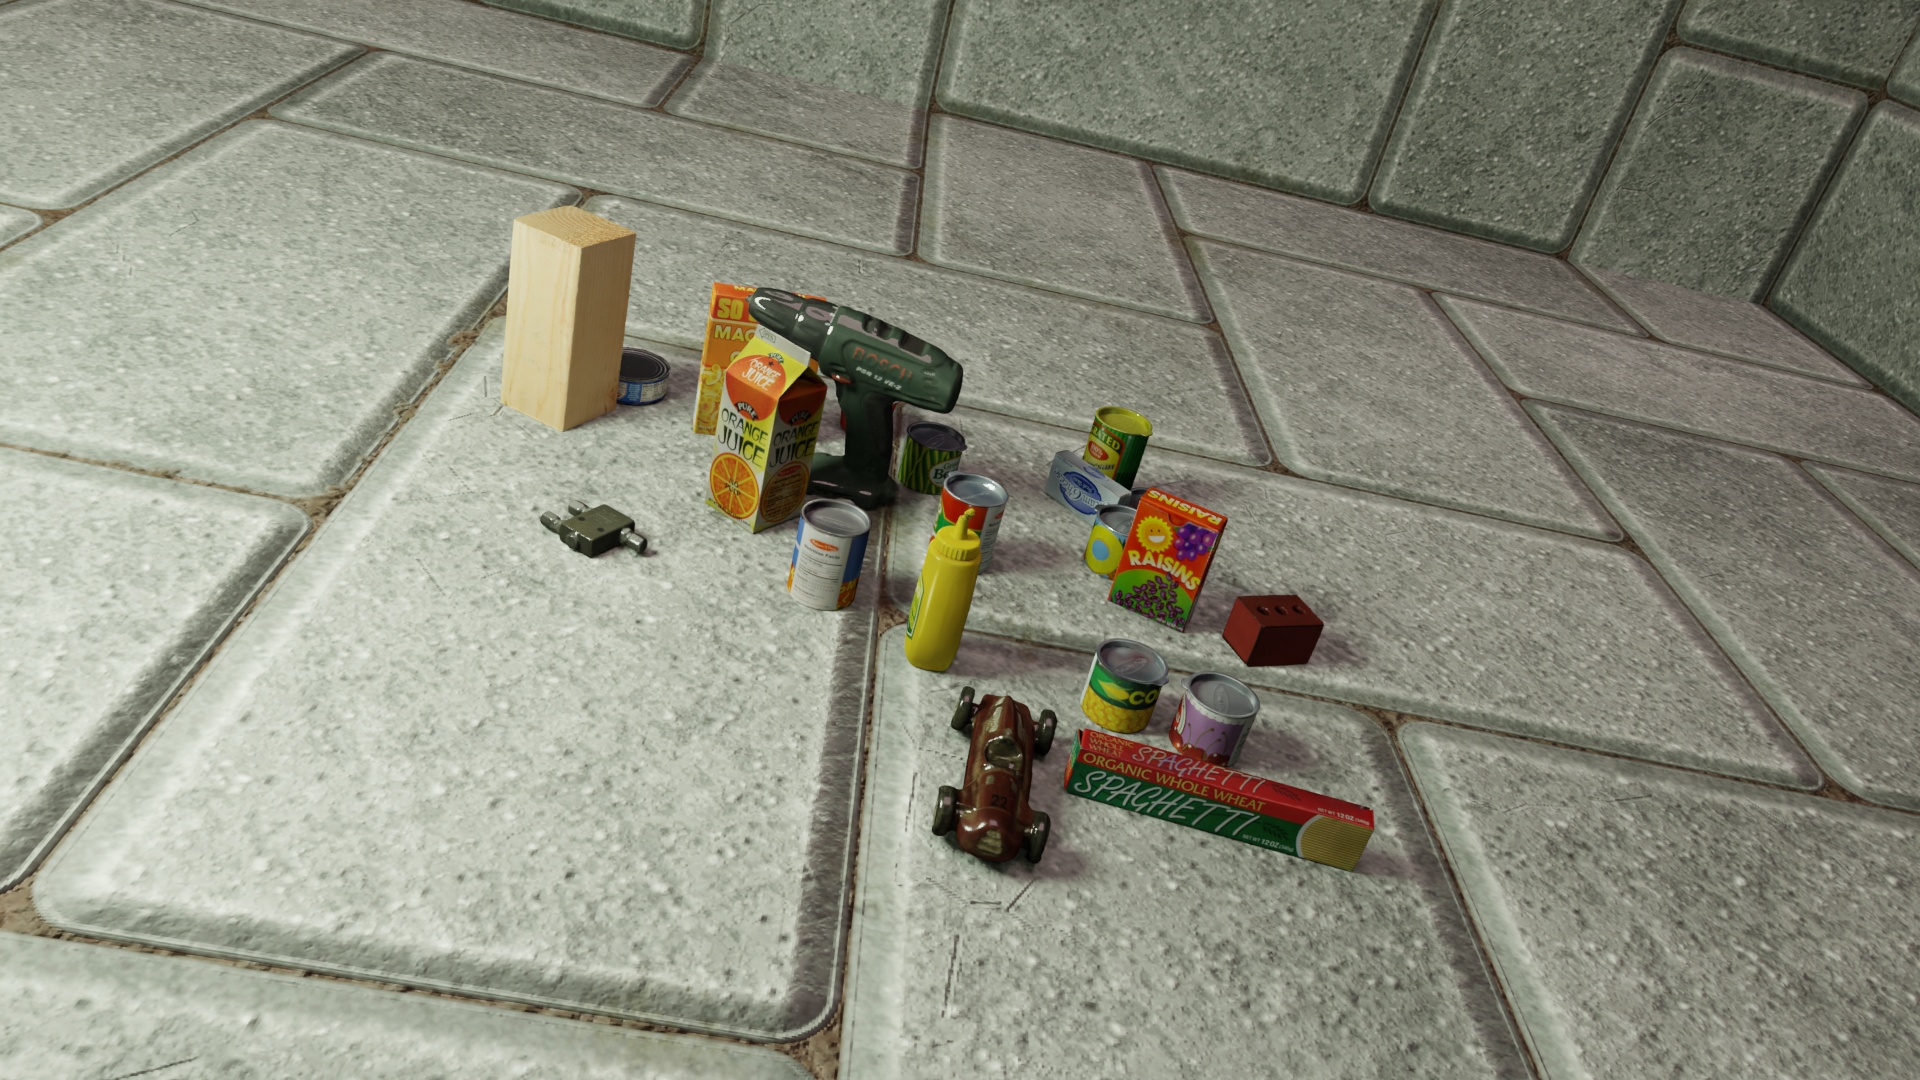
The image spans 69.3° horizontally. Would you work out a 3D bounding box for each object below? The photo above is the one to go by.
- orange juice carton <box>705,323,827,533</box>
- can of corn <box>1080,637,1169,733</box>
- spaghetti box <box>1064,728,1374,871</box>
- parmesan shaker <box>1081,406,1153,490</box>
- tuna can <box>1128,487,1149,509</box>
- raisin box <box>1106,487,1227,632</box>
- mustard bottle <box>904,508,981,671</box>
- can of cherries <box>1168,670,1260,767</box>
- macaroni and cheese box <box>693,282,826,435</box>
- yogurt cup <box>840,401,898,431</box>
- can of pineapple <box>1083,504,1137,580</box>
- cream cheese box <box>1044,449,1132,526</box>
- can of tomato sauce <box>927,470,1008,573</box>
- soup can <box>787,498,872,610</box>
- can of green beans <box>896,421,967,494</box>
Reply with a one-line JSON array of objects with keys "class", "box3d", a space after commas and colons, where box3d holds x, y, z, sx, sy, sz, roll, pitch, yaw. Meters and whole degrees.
[{"class": "orange juice carton", "box3d": [-0.189, -0.112, 1.364, 0.072, 0.191, 0.073, 31, 33, 26]}, {"class": "can of corn", "box3d": [0.147, 0.131, 1.238, 0.071, 0.058, 0.071, 11, 29, -6]}, {"class": "spaghetti box", "box3d": [0.209, 0.212, 1.135, 0.250, 0.050, 0.029, 15, 29, 1]}, {"class": "parmesan shaker", "box3d": [0.175, -0.092, 1.587, 0.071, 0.102, 0.071, 11, 29, -6]}, {"class": "tuna can", "box3d": [0.216, -0.030, 1.571, 0.071, 0.032, 0.071, 11, 30, -6]}, {"class": "raisin box", "box3d": [0.206, 0.019, 1.390, 0.086, 0.122, 0.040, 24, 30, 16]}, {"class": "mustard bottle", "box3d": [-0.012, 0.037, 1.222, 0.049, 0.159, 0.065, 10, 30, -9]}, {"class": "can of cherries", "box3d": [0.221, 0.157, 1.227, 0.071, 0.058, 0.072, 11, 29, -6]}, {"class": "macaroni and cheese box", "box3d": [-0.219, -0.191, 1.513, 0.124, 0.165, 0.040, 5, 31, -17]}, {"class": "yogurt cup", "box3d": [-0.108, -0.153, 1.613, 0.072, 0.053, 0.073, 11, 29, -6]}, {"class": "can of pineapple", "box3d": [0.167, 0.002, 1.469, 0.071, 0.057, 0.071, 11, 29, -6]}, {"class": "cream cheese box", "box3d": [0.142, -0.054, 1.557, 0.024, 0.053, 0.104, -15, 41, -42]}, {"class": "can of tomato sauce", "box3d": [0.005, -0.018, 1.402, 0.071, 0.082, 0.071, 11, 29, -6]}, {"class": "soup can", "box3d": [-0.122, 0.012, 1.293, 0.071, 0.083, 0.072, 11, 29, -6]}, {"class": "can of green beans", "box3d": [-0.033, -0.091, 1.536, 0.071, 0.057, 0.071, 11, 29, -6]}]
